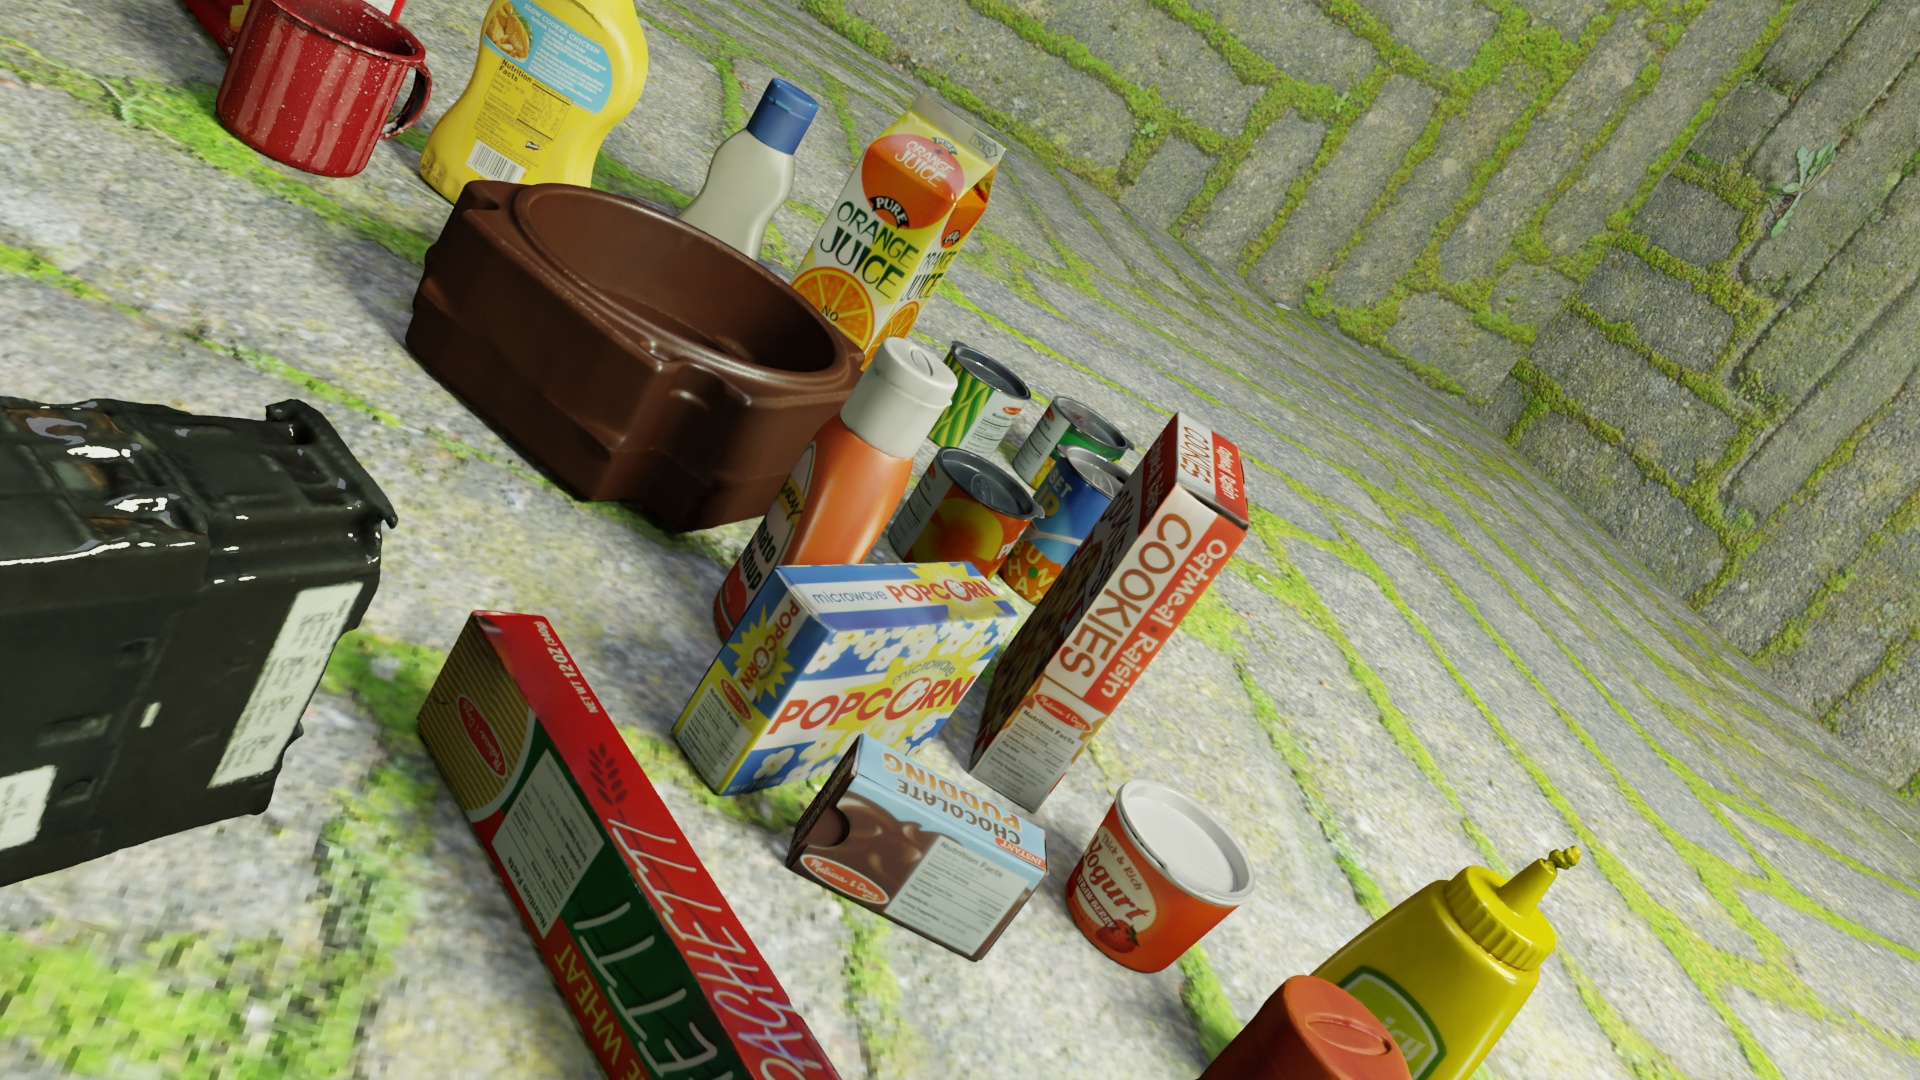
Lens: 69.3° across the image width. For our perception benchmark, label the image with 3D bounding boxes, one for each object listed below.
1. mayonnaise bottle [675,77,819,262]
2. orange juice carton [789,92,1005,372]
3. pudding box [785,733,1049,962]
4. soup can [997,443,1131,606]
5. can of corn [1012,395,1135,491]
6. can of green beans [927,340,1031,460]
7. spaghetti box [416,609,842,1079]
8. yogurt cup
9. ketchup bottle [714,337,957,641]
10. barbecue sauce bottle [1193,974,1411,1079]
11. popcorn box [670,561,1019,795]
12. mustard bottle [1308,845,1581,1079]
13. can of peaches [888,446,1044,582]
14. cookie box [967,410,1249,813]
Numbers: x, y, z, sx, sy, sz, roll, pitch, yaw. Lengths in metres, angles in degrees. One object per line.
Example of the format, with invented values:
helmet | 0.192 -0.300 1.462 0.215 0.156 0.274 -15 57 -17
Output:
mayonnaise bottle | -0.146 -0.240 0.945 0.065 0.147 0.041 32 21 -4
orange juice carton | -0.048 -0.201 0.940 0.072 0.192 0.073 37 21 8
pudding box | -0.015 0.113 0.511 0.084 0.049 0.030 29 21 -11
soup can | 0.066 -0.007 0.837 0.071 0.083 0.071 29 21 -12
can of corn | 0.082 -0.062 1.016 0.071 0.058 0.071 29 21 -12
can of green beans | 0.007 -0.096 0.981 0.071 0.057 0.071 29 21 -12
spaghetti box | -0.087 0.120 0.393 0.029 0.050 0.251 6 34 -51
yogurt cup | 0.080 0.142 0.580 0.072 0.053 0.073 29 21 -12
ketchup bottle | -0.054 -0.016 0.597 0.043 0.148 0.065 24 23 -25
barbecue sauce bottle | 0.051 0.171 0.345 0.065 0.148 0.044 22 24 -29
popcorn box | -0.043 0.052 0.554 0.038 0.085 0.127 45 24 26
mustard bottle | 0.167 0.165 0.507 0.065 0.159 0.049 45 23 26
can of peaches | 0.003 -0.010 0.789 0.071 0.058 0.071 29 21 -12
cookie box | 0.071 0.029 0.651 0.040 0.166 0.123 33 21 -4
